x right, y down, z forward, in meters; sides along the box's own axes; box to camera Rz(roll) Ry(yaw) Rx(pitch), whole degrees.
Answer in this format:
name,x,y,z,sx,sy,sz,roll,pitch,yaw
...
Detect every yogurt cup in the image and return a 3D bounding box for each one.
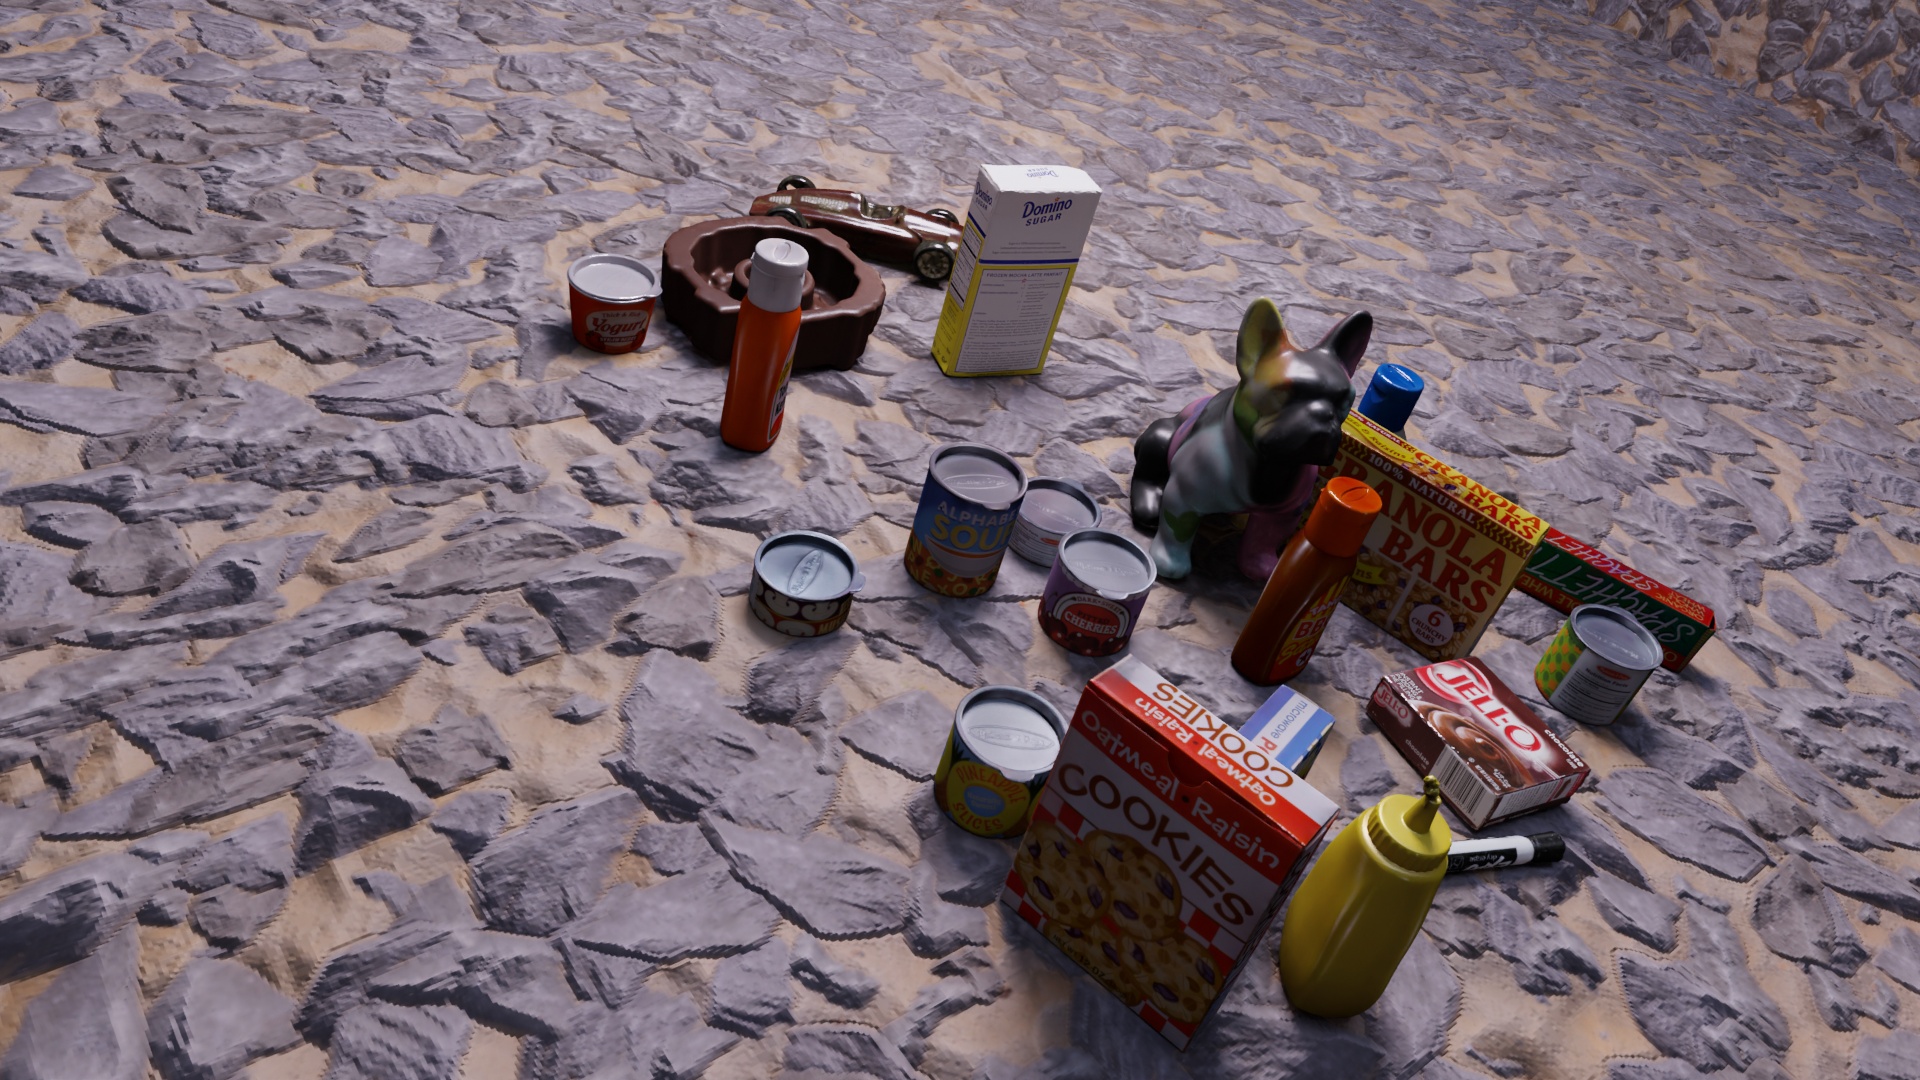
name,x,y,z,sx,sy,sz,roll,pitch,yaw
yogurt cup,-0.265,-0.178,1.053,0.072,0.053,0.073,10,38,-8

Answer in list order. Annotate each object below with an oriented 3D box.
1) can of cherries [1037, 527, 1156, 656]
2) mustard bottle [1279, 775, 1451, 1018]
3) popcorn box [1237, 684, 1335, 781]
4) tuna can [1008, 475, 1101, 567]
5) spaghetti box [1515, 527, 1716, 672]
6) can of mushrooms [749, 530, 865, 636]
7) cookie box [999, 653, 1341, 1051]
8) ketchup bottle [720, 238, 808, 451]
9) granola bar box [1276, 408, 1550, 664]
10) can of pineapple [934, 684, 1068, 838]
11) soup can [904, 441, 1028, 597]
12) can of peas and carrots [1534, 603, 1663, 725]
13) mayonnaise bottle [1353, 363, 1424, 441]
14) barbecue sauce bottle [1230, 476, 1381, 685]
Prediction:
name,x,y,z,sx,sy,sz,roll,pitch,yaw
can of cherries,0.089,0.035,0.916,0.071,0.058,0.072,10,38,-8
mustard bottle,0.210,0.176,0.703,0.049,0.159,0.066,12,38,-6
popcorn box,0.155,0.147,0.779,0.038,0.084,0.127,34,41,21
tuna can,0.065,-0.015,0.990,0.071,0.032,0.071,10,38,-8
spaghetti box,0.455,0.017,1.082,0.250,0.049,0.029,31,40,18
can of mushrooms,-0.097,0.028,0.876,0.071,0.033,0.071,10,38,-8
cookie box,0.095,0.155,0.680,0.123,0.166,0.040,36,41,23
ketchup bottle,-0.137,-0.138,0.973,0.043,0.148,0.065,14,38,-4
granola bar box,0.314,-0.002,0.993,0.166,0.123,0.039,36,41,23
can of pineapple,0.022,0.125,0.779,0.071,0.057,0.071,10,38,-8
soup can,0.003,-0.012,0.922,0.071,0.083,0.072,10,38,-8
can of peas and carrots,0.452,0.087,0.988,0.071,0.058,0.071,10,38,-8
mayonnaise bottle,0.300,-0.063,1.044,0.041,0.147,0.065,-10,45,-31
barbecue sauce bottle,0.227,0.026,0.905,0.065,0.147,0.044,-20,51,-38
